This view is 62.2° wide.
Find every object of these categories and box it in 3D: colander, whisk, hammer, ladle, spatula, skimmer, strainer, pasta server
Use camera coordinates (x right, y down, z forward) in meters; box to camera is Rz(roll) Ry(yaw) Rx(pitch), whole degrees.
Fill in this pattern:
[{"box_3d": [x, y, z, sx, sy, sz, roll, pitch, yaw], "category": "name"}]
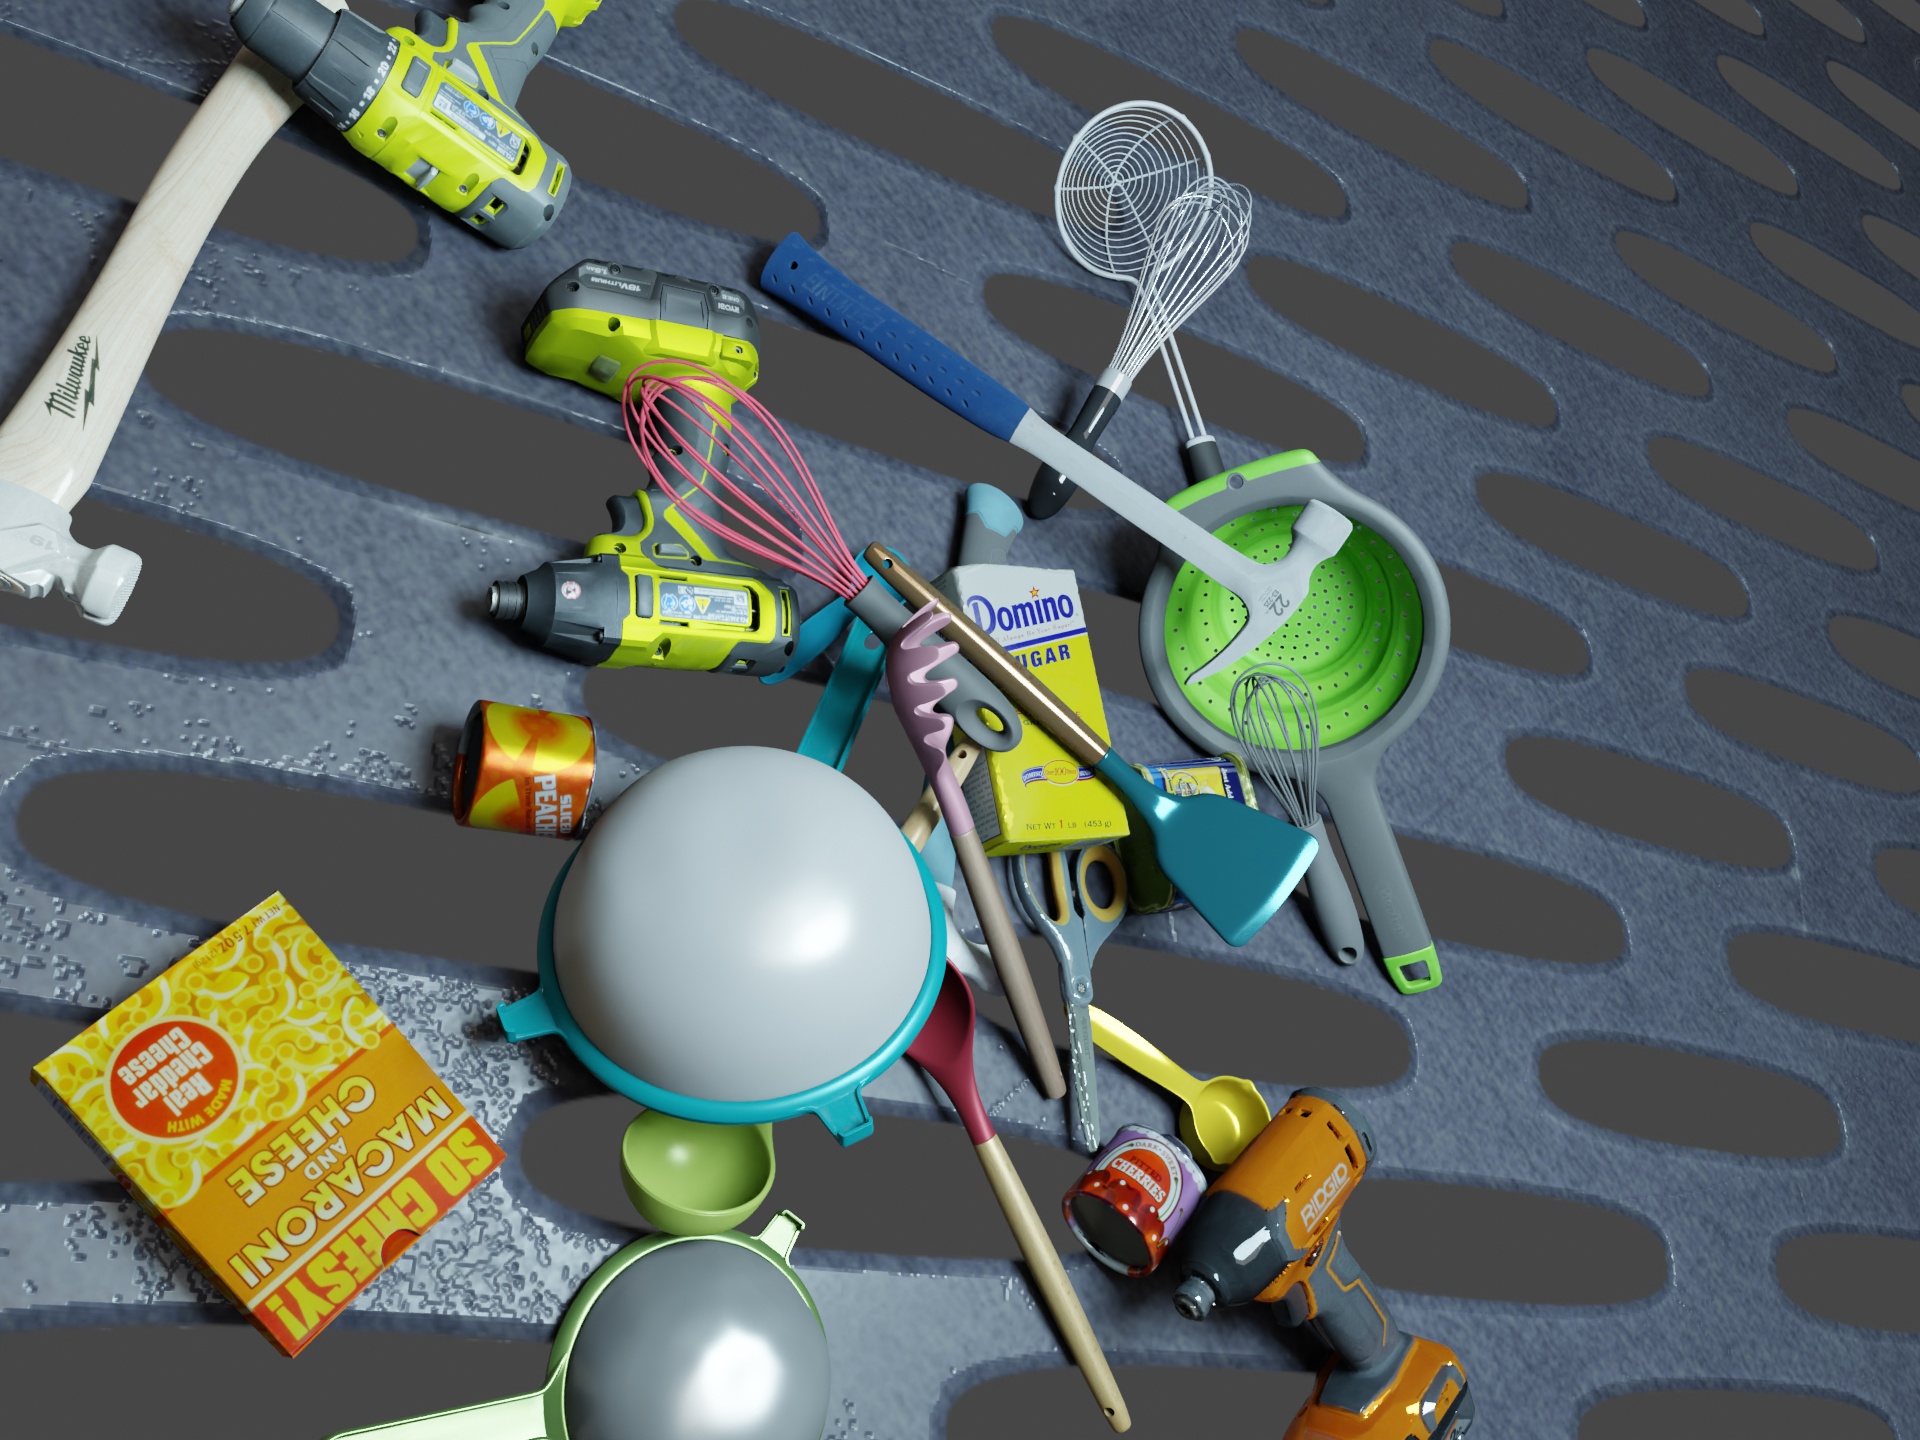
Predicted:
[{"box_3d": [0.260, 0.002, 1.118, 0.094, 0.204, 0.397, -57, 127, -69], "category": "colander"}, {"box_3d": [-0.070, -0.085, 0.878, 0.295, 0.073, 0.073, 44, 54, -15], "category": "whisk"}, {"box_3d": [-0.002, -0.003, 0.994, 0.128, 0.033, 0.331, 23, 61, -25], "category": "hammer"}, {"box_3d": [0.025, 0.261, 0.901, 0.315, 0.069, 0.031, 65, 26, -1], "category": "ladle"}, {"box_3d": [0.067, 0.003, 0.929, 0.317, 0.044, 0.082, 41, 83, -8], "category": "spatula"}, {"box_3d": [0.165, -0.270, 1.168, 0.127, 0.090, 0.363, -14, 80, -11], "category": "skimmer"}, {"box_3d": [-0.071, 0.129, 0.852, 0.078, 0.062, 0.320, 28, 65, 12], "category": "ladle"}, {"box_3d": [-0.091, 0.039, 0.835, 0.211, 0.095, 0.341, 16, 52, 7], "category": "strainer"}, {"box_3d": [-0.163, 0.320, 0.740, 0.256, 0.069, 0.152, 2, 71, -33], "category": "strainer"}, {"box_3d": [-0.424, -0.250, 0.822, 0.146, 0.038, 0.411, 24, 60, -21], "category": "hammer"}, {"box_3d": [0.234, 0.067, 1.066, 0.055, 0.055, 0.238, -41, 119, -36], "category": "whisk"}, {"box_3d": [0.123, -0.260, 1.111, 0.070, 0.070, 0.284, 33, 81, -18], "category": "whisk"}, {"box_3d": [0.016, 0.083, 0.895, 0.060, 0.040, 0.316, -75, 148, -65], "category": "pasta server"}, {"box_3d": [0.044, -0.179, 1.026, 0.405, 0.035, 0.144, 35, 96, 2], "category": "hammer"}]

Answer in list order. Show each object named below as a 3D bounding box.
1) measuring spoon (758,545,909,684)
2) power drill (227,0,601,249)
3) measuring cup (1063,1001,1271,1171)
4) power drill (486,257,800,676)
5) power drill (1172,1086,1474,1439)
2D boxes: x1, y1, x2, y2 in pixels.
[{"box_3d": [-0.081, -0.061, 0.981, 0.128, 0.021, 0.042, -43, 98, -27], "category": "measuring spoon"}, {"box_3d": [-0.299, -0.411, 0.920, 0.190, 0.080, 0.229, 31, 57, -37], "category": "power drill"}, {"box_3d": [0.124, 0.225, 0.994, 0.156, 0.029, 0.062, 35, 55, -2], "category": "measuring cup"}, {"box_3d": [-0.183, -0.139, 0.907, 0.171, 0.080, 0.223, 4, 72, -31], "category": "power drill"}, {"box_3d": [0.205, 0.352, 0.923, 0.164, 0.084, 0.226, -34, 107, -38], "category": "power drill"}]
